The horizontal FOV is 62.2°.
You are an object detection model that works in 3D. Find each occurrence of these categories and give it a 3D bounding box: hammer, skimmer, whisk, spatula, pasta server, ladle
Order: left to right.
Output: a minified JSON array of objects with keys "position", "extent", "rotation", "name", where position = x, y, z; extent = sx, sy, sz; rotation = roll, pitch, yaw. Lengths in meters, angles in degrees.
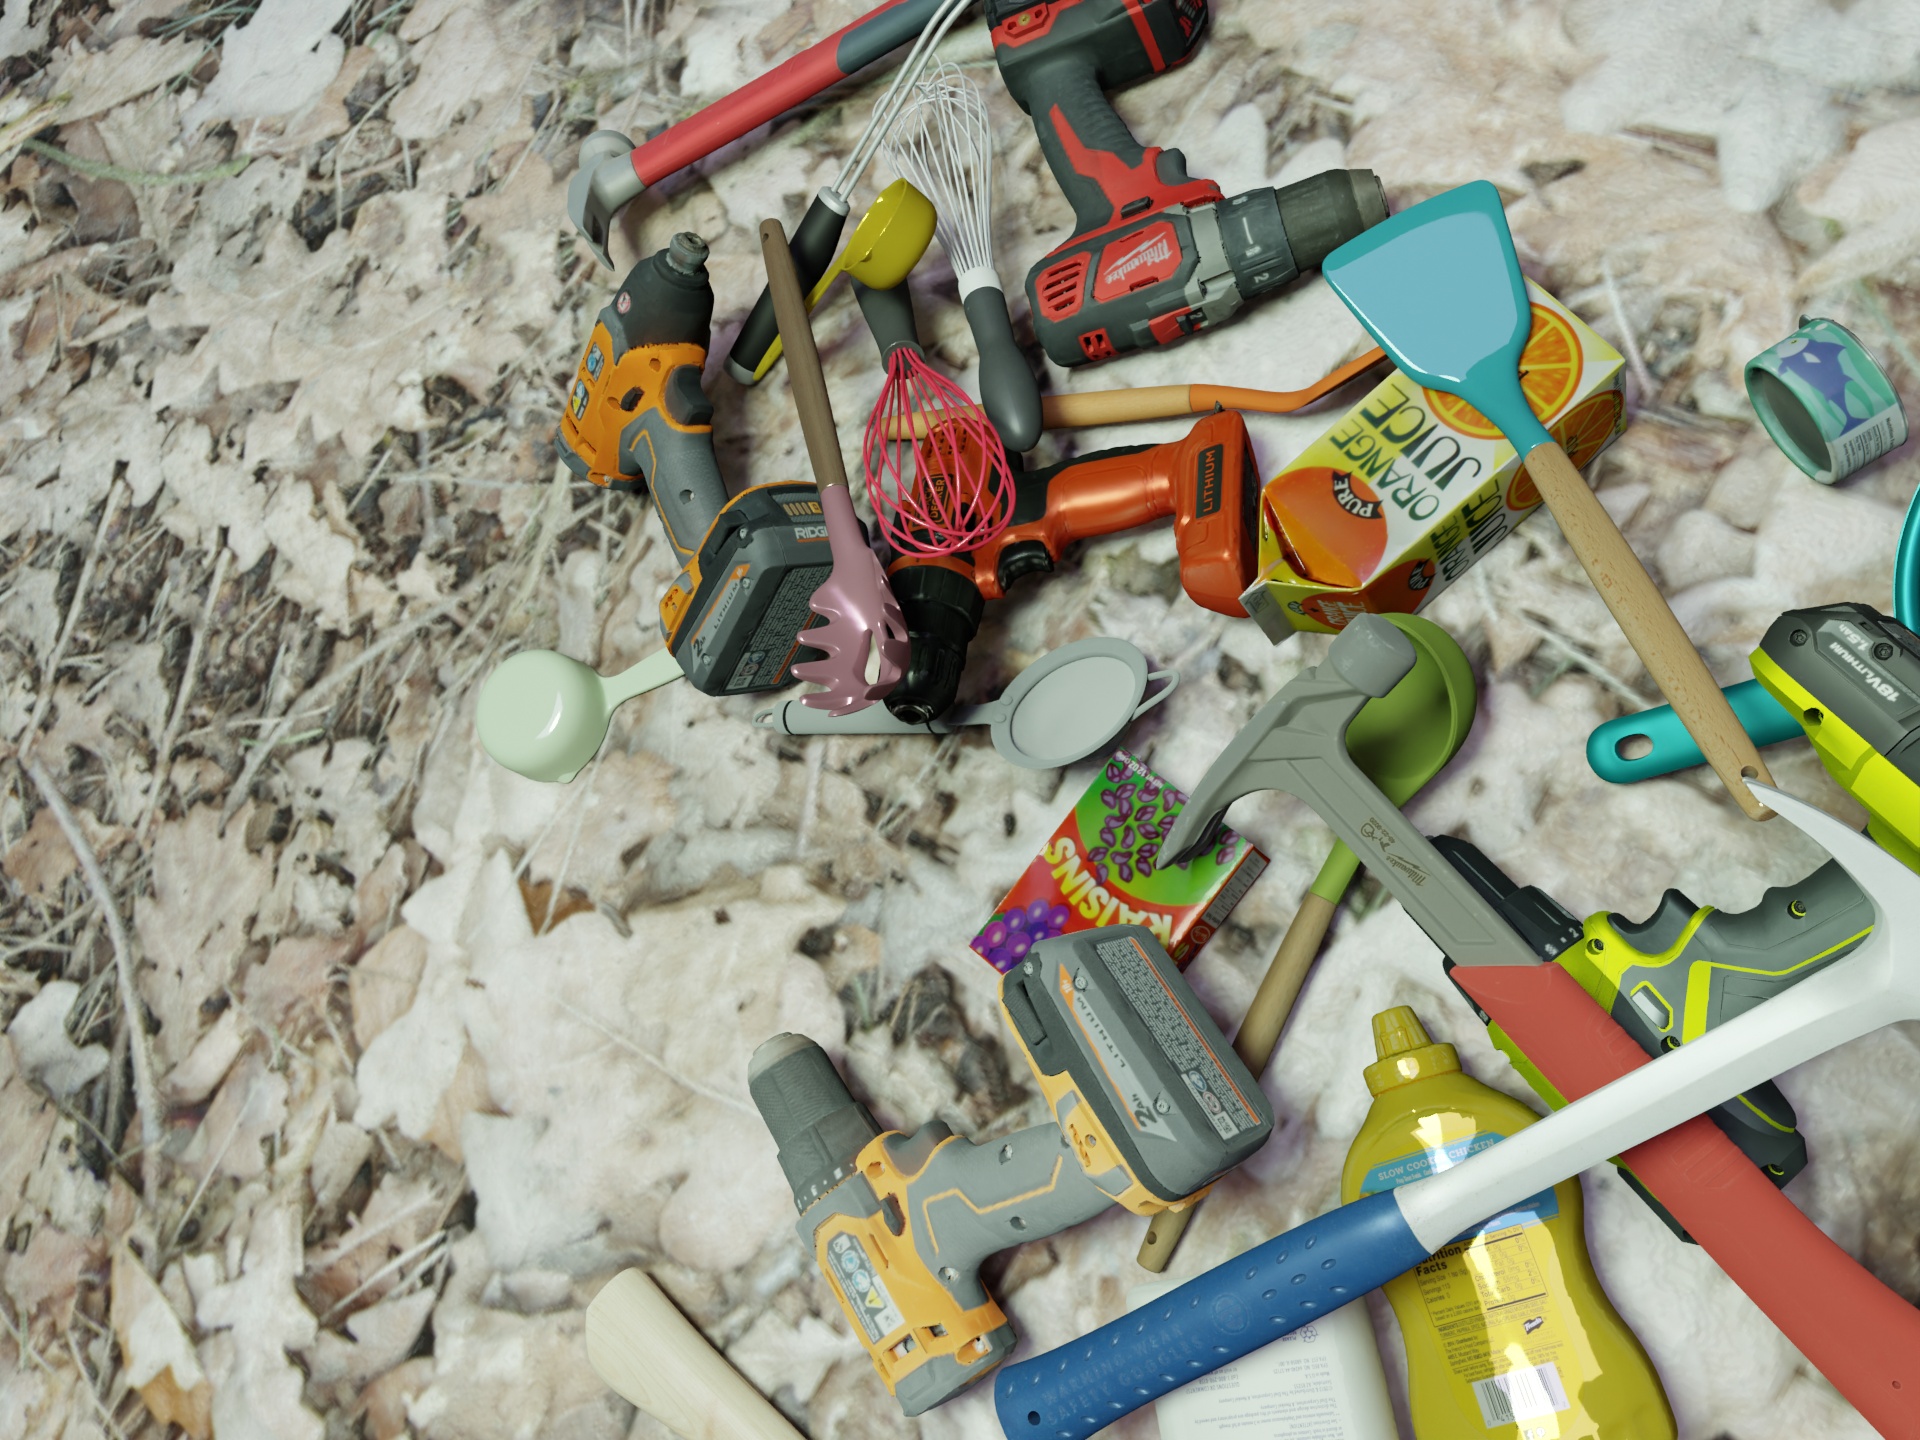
[{"position":[-0.073,-0.138,0.797],"extent":[0.060,0.040,0.316],"rotation":[-32,58,30],"name":"pasta server"},{"position":[-0.061,-0.338,0.843],"extent":[0.363,0.090,0.127],"rotation":[-53,48,29],"name":"skimmer"},{"position":[-0.063,-0.393,0.941],"extent":[0.386,0.038,0.143],"rotation":[-25,40,11],"name":"hammer"},{"position":[-0.028,-0.178,0.831],"extent":[0.073,0.073,0.296],"rotation":[-29,42,13],"name":"whisk"},{"position":[-0.023,0.389,0.720],"extent":[0.411,0.038,0.146],"rotation":[35,89,28],"name":"hammer"},{"position":[0.005,-0.255,0.864],"extent":[0.070,0.070,0.285],"rotation":[-22,59,16],"name":"whisk"},{"position":[0.097,-0.174,0.826],"extent":[0.323,0.081,0.041],"rotation":[0,106,28],"name":"spatula"},{"position":[0.146,0.101,0.721],"extent":[0.078,0.062,0.320],"rotation":[24,88,54],"name":"ladle"},{"position":[0.173,0.174,0.585],"extent":[0.405,0.035,0.144],"rotation":[-36,75,22],"name":"hammer"},{"position":[0.230,0.130,0.615],"extent":[0.359,0.036,0.149],"rotation":[51,123,25],"name":"hammer"},{"position":[0.242,-0.095,0.641],"extent":[0.082,0.044,0.318],"rotation":[-25,53,11],"name":"spatula"}]

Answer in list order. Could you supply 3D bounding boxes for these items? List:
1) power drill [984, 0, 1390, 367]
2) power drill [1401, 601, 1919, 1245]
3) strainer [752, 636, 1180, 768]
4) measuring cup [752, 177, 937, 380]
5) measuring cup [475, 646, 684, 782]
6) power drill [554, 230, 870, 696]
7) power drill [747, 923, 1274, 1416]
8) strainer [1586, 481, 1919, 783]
[{"position":[0.113,-0.312,0.846],"extent":[0.188,0.080,0.227],"rotation":[-16,72,19],"name":"power drill"},{"position":[0.297,0.065,0.624],"extent":[0.191,0.080,0.228],"rotation":[50,120,26],"name":"power drill"},{"position":[-0.001,-0.003,0.823],"extent":[0.258,0.050,0.087],"rotation":[-1,48,29],"name":"strainer"},{"position":[-0.064,-0.230,0.870],"extent":[0.156,0.029,0.062],"rotation":[-39,31,41],"name":"measuring cup"},{"position":[-0.208,-0.023,0.917],"extent":[0.167,0.038,0.083],"rotation":[-24,67,16],"name":"measuring cup"},{"position":[-0.140,-0.145,0.869],"extent":[0.227,0.084,0.164],"rotation":[57,135,25],"name":"power drill"},{"position":[0.005,0.181,0.718],"extent":[0.226,0.084,0.185],"rotation":[-45,66,26],"name":"power drill"},{"position":[0.427,-0.032,0.629],"extent":[0.340,0.095,0.211],"rotation":[-22,79,39],"name":"strainer"}]
